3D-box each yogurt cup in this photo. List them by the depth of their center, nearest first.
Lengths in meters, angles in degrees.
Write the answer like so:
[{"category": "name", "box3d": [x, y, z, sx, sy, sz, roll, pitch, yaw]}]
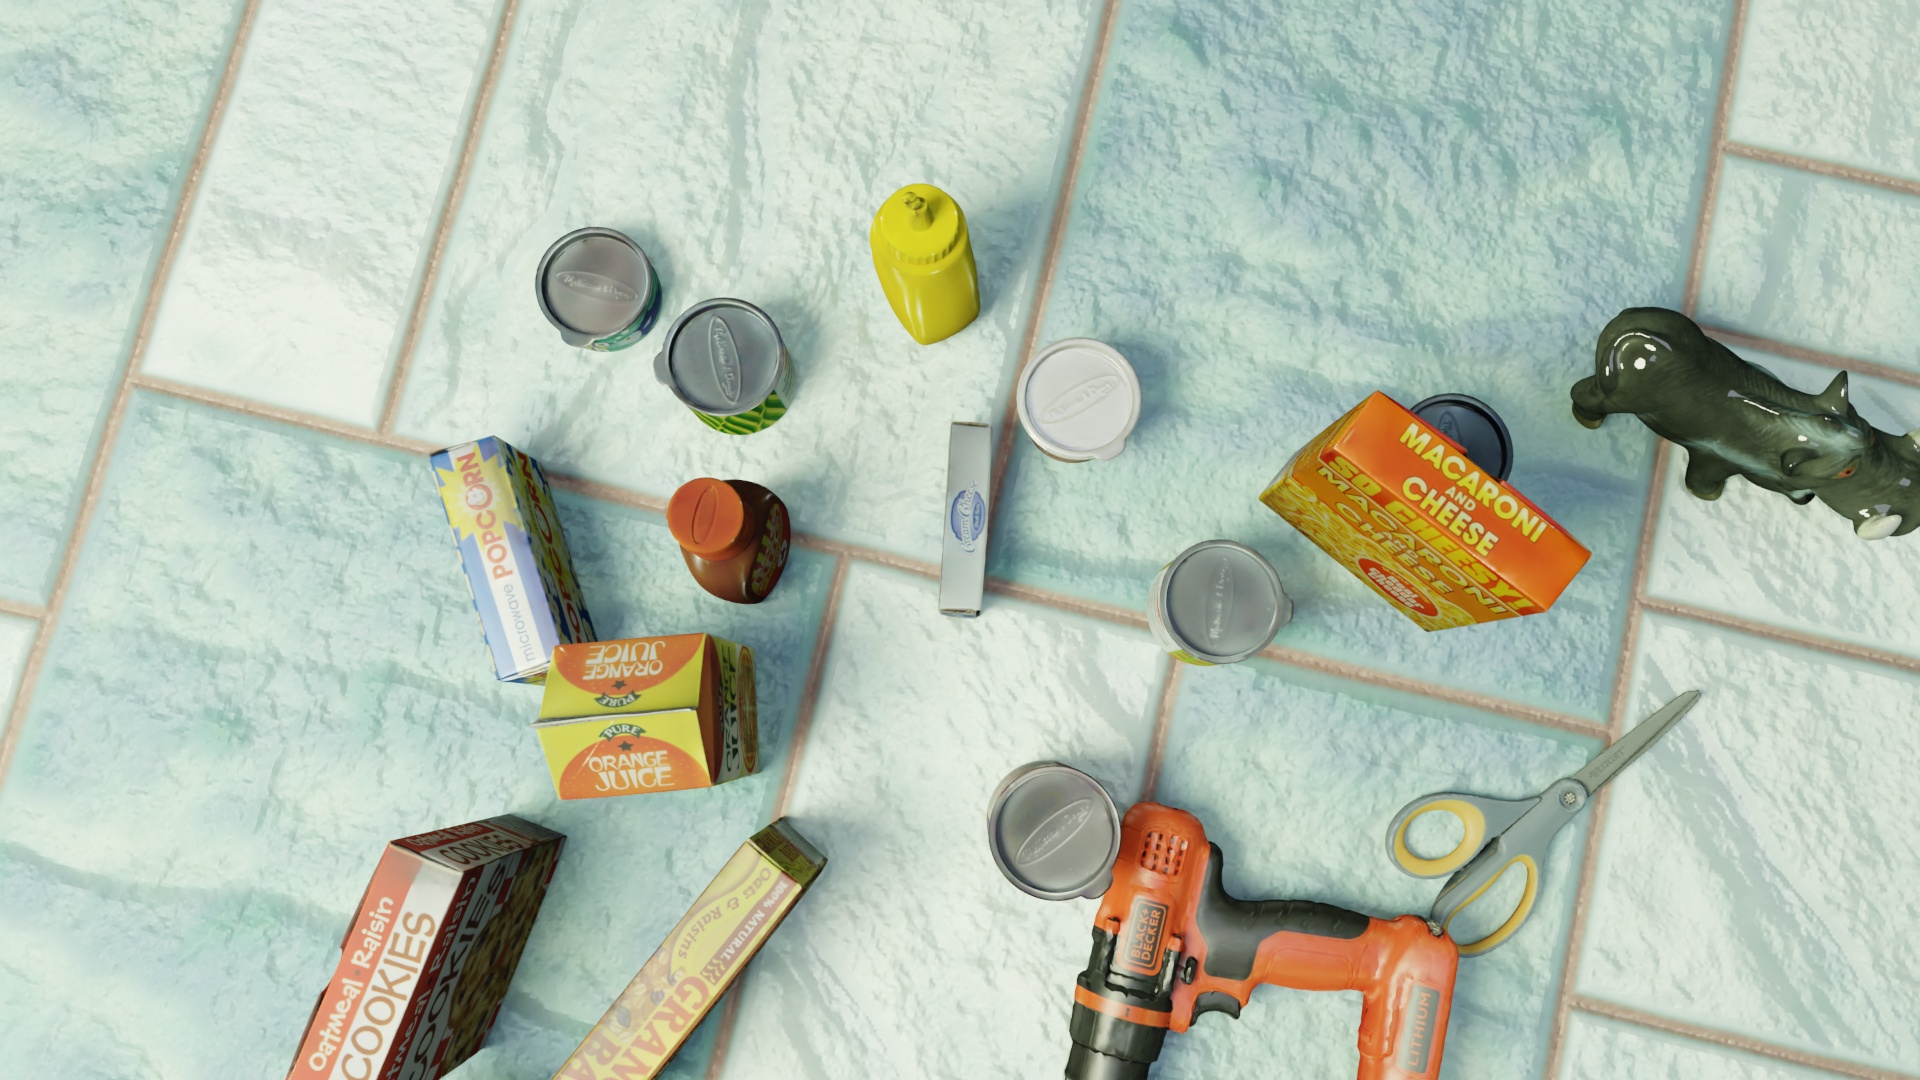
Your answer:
[{"category": "yogurt cup", "box3d": [0.064, -0.074, 0.775, 0.072, 0.054, 0.072, 0, 83, 0]}]

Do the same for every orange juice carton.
[{"category": "orange juice carton", "box3d": [-0.148, 0.086, 0.683, 0.072, 0.192, 0.073, -4, 83, 0]}]

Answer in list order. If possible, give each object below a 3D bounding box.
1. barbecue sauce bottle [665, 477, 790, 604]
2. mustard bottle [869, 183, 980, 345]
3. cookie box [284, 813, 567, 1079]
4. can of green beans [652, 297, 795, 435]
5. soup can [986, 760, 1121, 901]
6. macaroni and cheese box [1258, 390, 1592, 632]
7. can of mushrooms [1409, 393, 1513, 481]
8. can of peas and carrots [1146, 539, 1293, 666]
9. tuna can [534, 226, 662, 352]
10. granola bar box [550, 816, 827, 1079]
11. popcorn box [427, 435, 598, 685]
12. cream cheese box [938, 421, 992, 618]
[{"category": "barbecue sauce bottle", "box3d": [-0.119, -0.003, 0.718, 0.044, 0.148, 0.065, 14, 83, 2]}, {"category": "mustard bottle", "box3d": [-0.019, -0.151, 0.732, 0.049, 0.160, 0.065, -29, 84, -3]}, {"category": "cookie box", "box3d": [-0.256, 0.204, 0.680, 0.040, 0.167, 0.123, 20, 83, 3]}, {"category": "can of green beans", "box3d": [-0.128, -0.096, 0.776, 0.071, 0.057, 0.071, 0, 83, 0]}, {"category": "soup can", "box3d": [0.048, 0.152, 0.730, 0.071, 0.083, 0.071, 0, 83, 0]}, {"category": "macaroni and cheese box", "box3d": [0.228, -0.010, 0.710, 0.124, 0.166, 0.040, 39, 85, 5]}, {"category": "can of mushrooms", "box3d": [0.270, -0.047, 0.782, 0.071, 0.033, 0.071, 0, 83, 0]}, {"category": "can of peas and carrots", "box3d": [0.140, 0.036, 0.758, 0.071, 0.058, 0.071, 0, 83, 0]}, {"category": "tuna can", "box3d": [-0.206, -0.140, 0.794, 0.071, 0.033, 0.071, 0, 83, 0]}, {"category": "granola bar box", "box3d": [-0.137, 0.221, 0.700, 0.039, 0.124, 0.165, 39, 84, 4]}, {"category": "popcorn box", "box3d": [-0.237, 0.014, 0.747, 0.038, 0.085, 0.127, -19, 83, -2]}, {"category": "cream cheese box", "box3d": [0.003, -0.010, 0.766, 0.024, 0.053, 0.104, 4, 83, 1]}]
